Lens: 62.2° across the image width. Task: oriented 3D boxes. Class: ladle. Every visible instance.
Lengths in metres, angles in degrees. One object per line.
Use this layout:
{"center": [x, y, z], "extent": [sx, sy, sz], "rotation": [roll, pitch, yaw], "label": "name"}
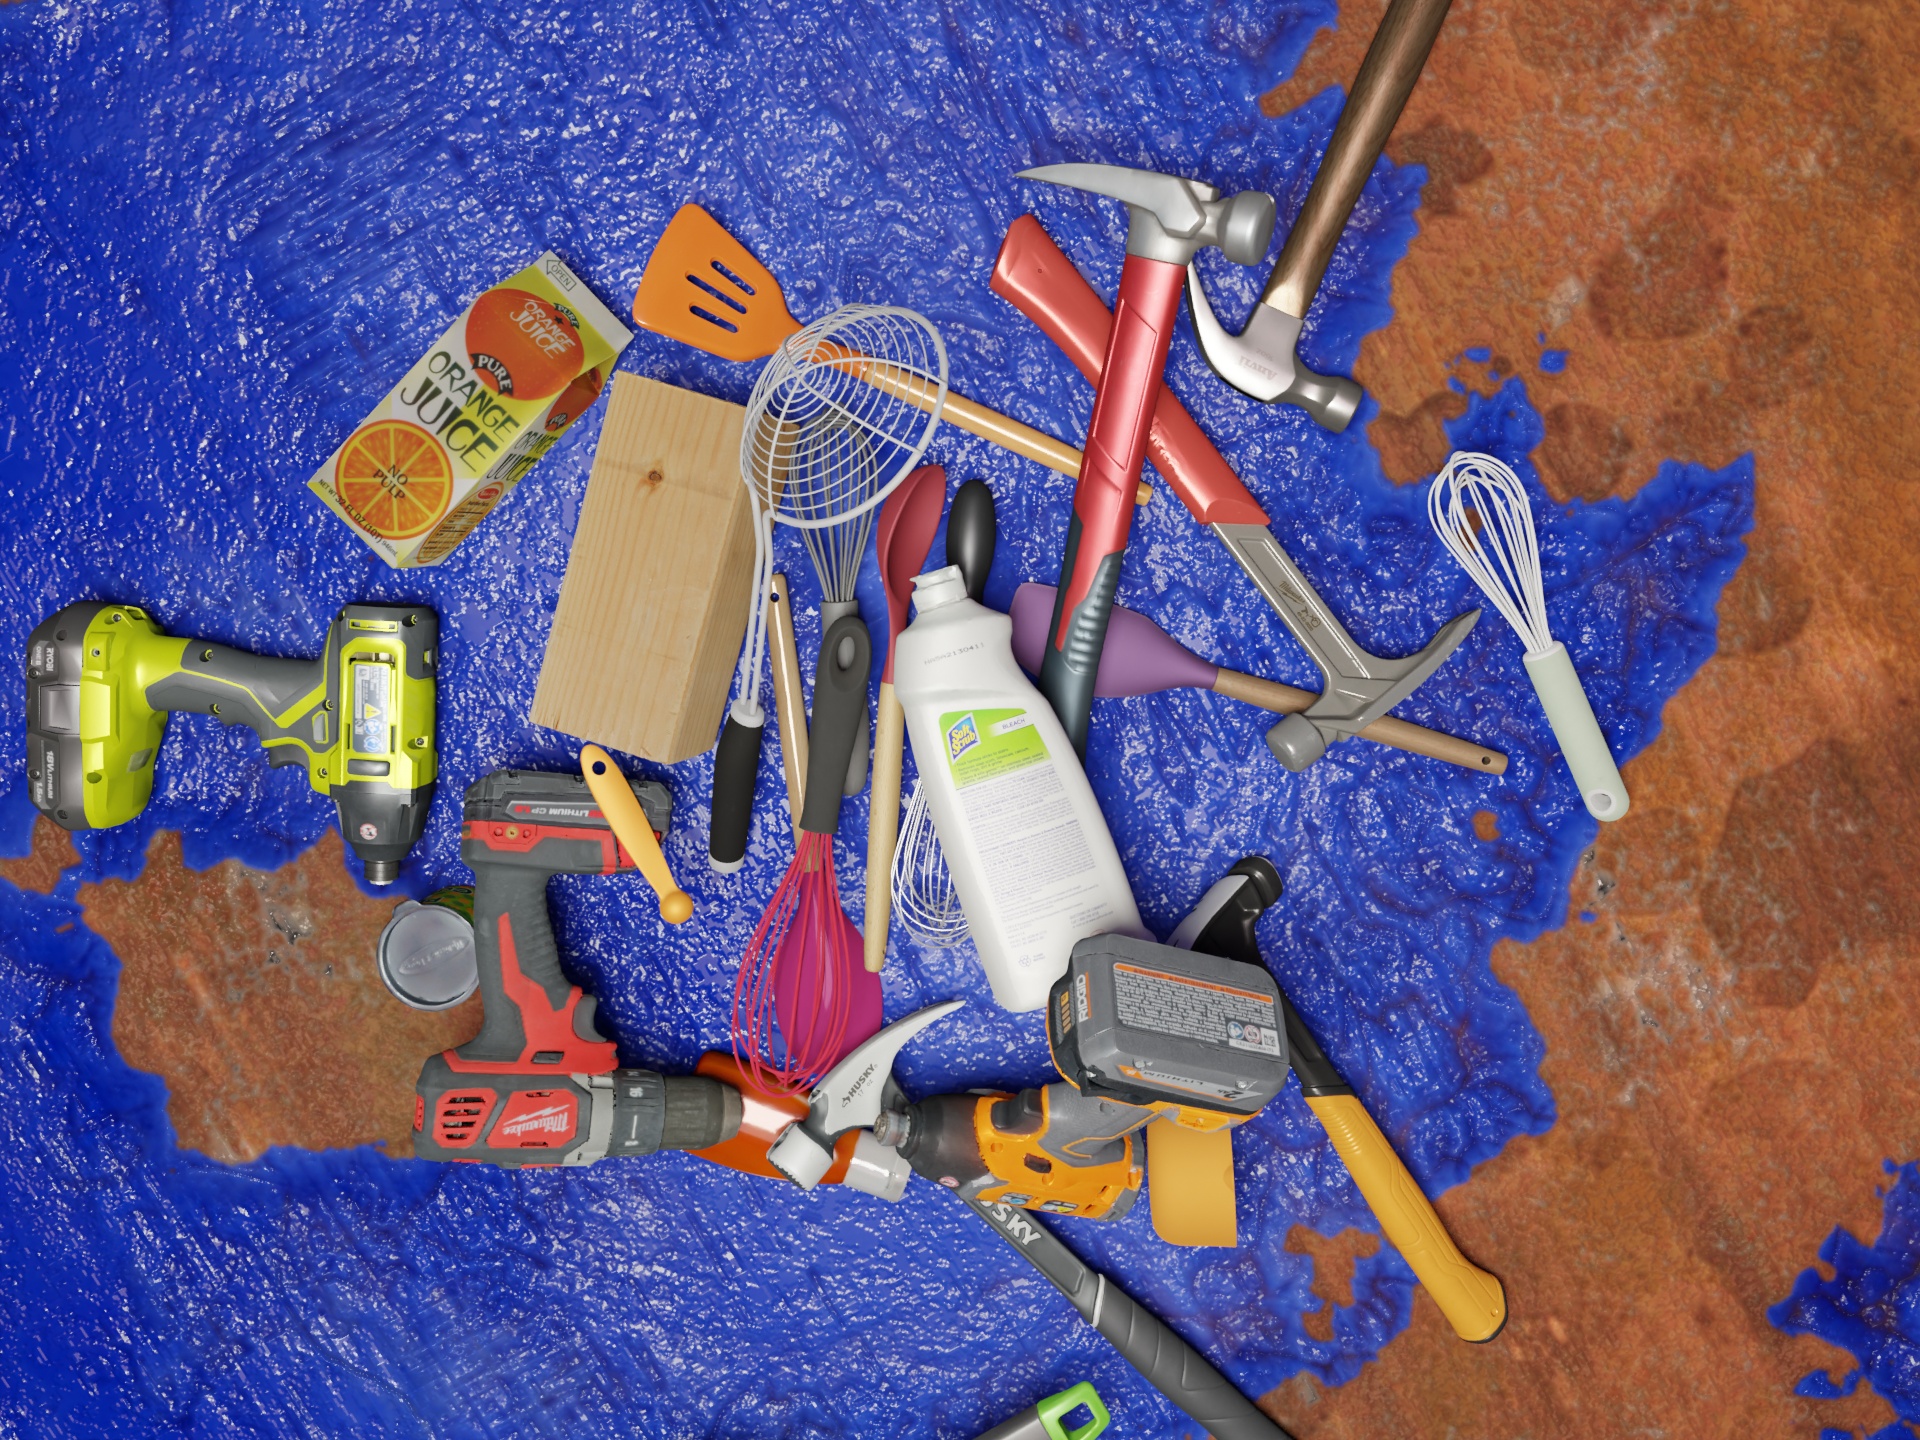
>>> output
{"center": [-0.041, 0.002, 0.964], "extent": [0.031, 0.069, 0.315], "rotation": [9, 102, 21], "label": "ladle"}

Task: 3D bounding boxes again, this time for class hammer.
{"center": [0.234, 0.251, 0.971], "extent": [0.127, 0.034, 0.336], "rotation": [-42, 102, -36], "label": "hammer"}
{"center": [0.232, -0.344, 0.921], "extent": [0.130, 0.031, 0.331], "rotation": [23, 97, -2], "label": "hammer"}
{"center": [0.147, -0.152, 0.938], "extent": [0.149, 0.037, 0.359], "rotation": [-38, 92, -9], "label": "hammer"}
{"center": [0.066, -0.116, 0.915], "extent": [0.143, 0.038, 0.386], "rotation": [19, 112, 21], "label": "hammer"}
{"center": [0.073, 0.345, 0.995], "extent": [0.409, 0.036, 0.149], "rotation": [44, 69, -9], "label": "hammer"}

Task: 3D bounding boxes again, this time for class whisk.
{"center": [-0.001, -0.003, 0.962], "extent": [0.070, 0.070, 0.284], "rotation": [5, 92, 1], "label": "whisk"}
{"center": [-0.087, 0.084, 0.948], "extent": [0.073, 0.073, 0.296], "rotation": [9, 97, 0], "label": "whisk"}
{"center": [-0.071, -0.070, 0.957], "extent": [0.055, 0.055, 0.239], "rotation": [-2, 102, 2], "label": "whisk"}
{"center": [0.345, -0.049, 0.951], "extent": [0.058, 0.059, 0.246], "rotation": [-19, 102, 41], "label": "whisk"}

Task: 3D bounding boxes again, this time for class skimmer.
{"center": [-0.087, -0.057, 0.898], "extent": [0.090, 0.127, 0.363], "rotation": [-12, 134, -30], "label": "skimmer"}

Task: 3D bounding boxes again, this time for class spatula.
{"center": [-0.032, -0.200, 0.942], "extent": [0.322, 0.041, 0.081], "rotation": [24, 81, -3], "label": "spatula"}
{"center": [0.179, -0.016, 0.970], "extent": [0.316, 0.018, 0.060], "rotation": [16, 98, 1], "label": "spatula"}

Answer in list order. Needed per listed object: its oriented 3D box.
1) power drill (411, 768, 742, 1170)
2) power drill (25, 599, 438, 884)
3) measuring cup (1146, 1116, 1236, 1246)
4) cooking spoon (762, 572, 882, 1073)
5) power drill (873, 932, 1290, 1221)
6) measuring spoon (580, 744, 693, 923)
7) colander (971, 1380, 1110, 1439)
{"center": [-0.216, 0.149, 0.939], "extent": [0.187, 0.080, 0.227], "rotation": [6, 82, -21], "label": "power drill"}
{"center": [-0.433, 0.010, 0.964], "extent": [0.223, 0.080, 0.171], "rotation": [4, 97, -2], "label": "power drill"}
{"center": [0.138, 0.235, 0.981], "extent": [0.052, 0.095, 0.174], "rotation": [-5, 79, 7], "label": "measuring cup"}
{"center": [-0.096, 0.068, 0.989], "extent": [0.069, 0.017, 0.319], "rotation": [-6, 97, 1], "label": "cooking spoon"}
{"center": [0.059, 0.207, 0.881], "extent": [0.164, 0.084, 0.226], "rotation": [15, 139, -19], "label": "power drill"}
{"center": [-0.185, 0.065, 0.911], "extent": [0.021, 0.011, 0.117], "rotation": [-31, 98, -21], "label": "measuring spoon"}
{"center": [-0.086, 0.512, 1.009], "extent": [0.397, 0.094, 0.204], "rotation": [-30, 96, 1], "label": "colander"}
